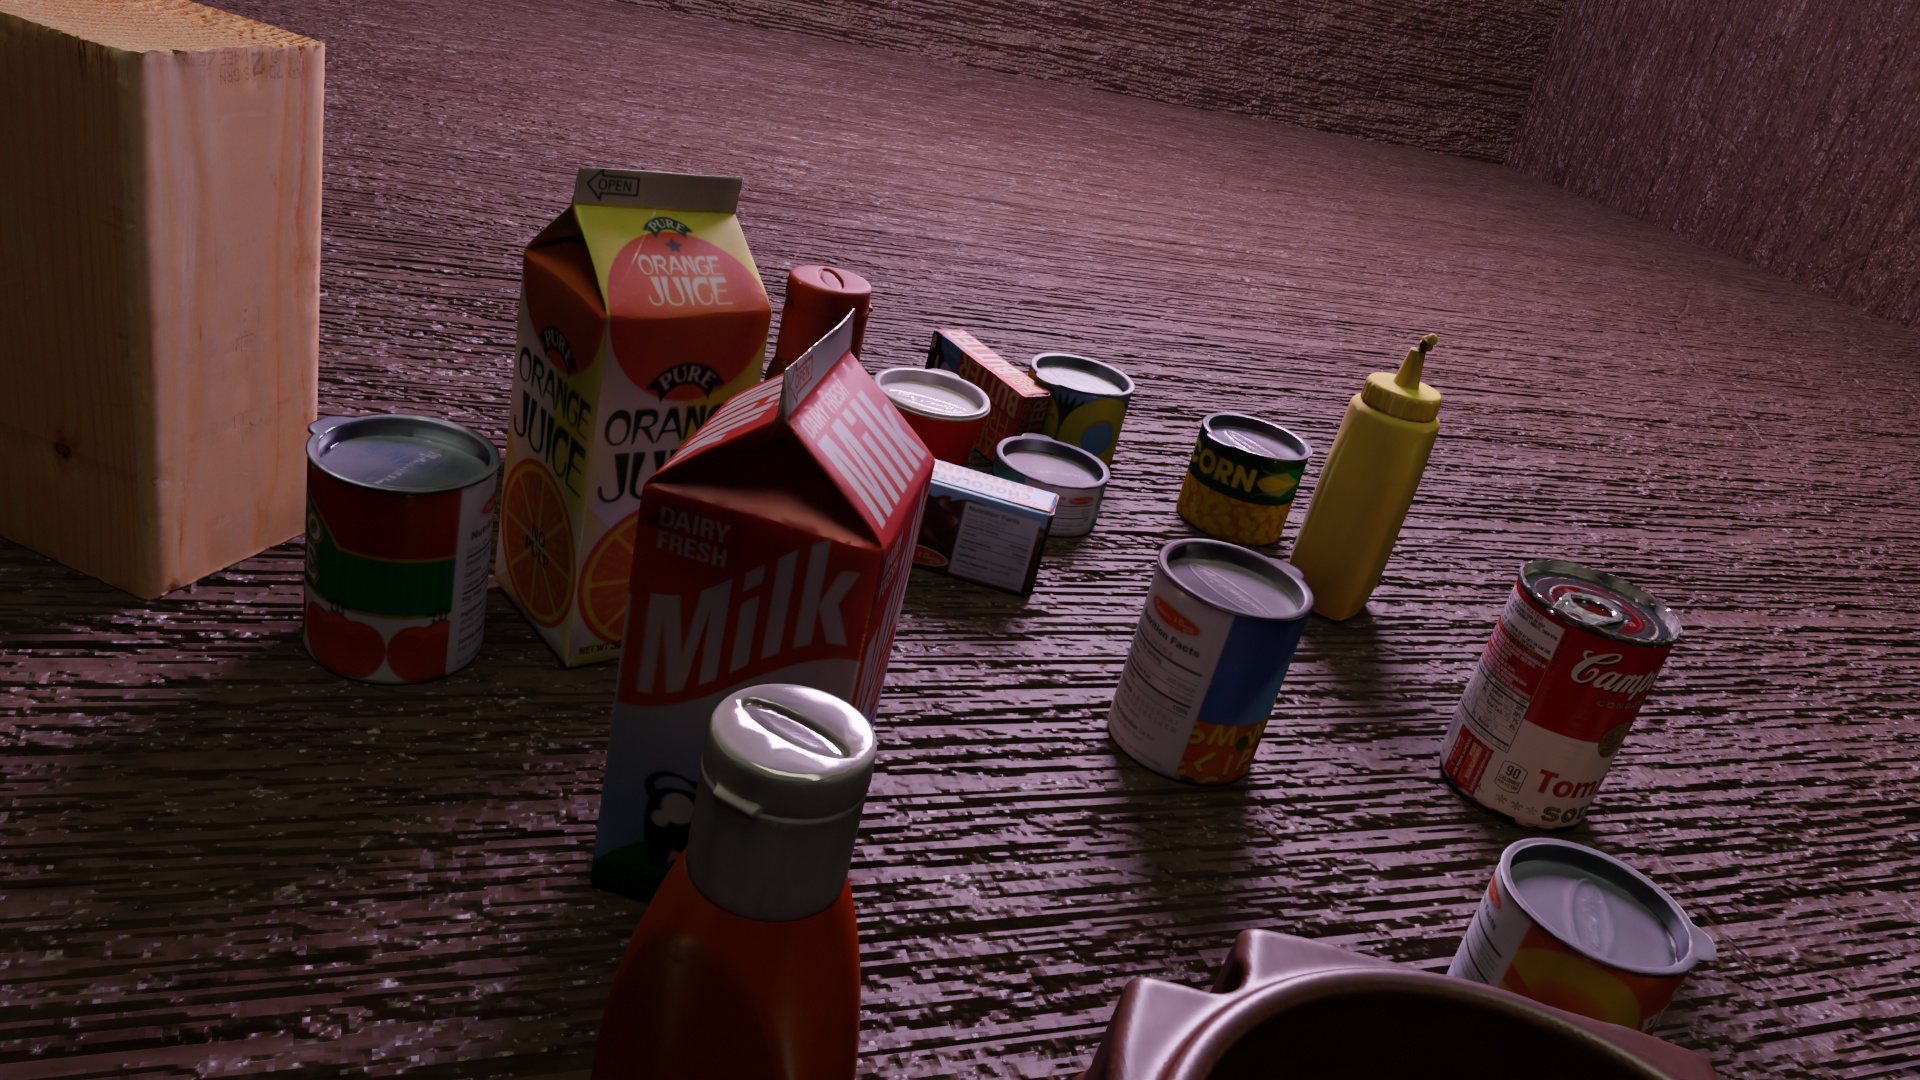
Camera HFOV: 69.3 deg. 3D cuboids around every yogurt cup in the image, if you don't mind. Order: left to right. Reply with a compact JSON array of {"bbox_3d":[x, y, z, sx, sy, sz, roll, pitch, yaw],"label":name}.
[{"bbox_3d":[-0.022,-0.061,0.787,0.072,0.053,0.073,12,25,-5],"label":"yogurt cup"}]

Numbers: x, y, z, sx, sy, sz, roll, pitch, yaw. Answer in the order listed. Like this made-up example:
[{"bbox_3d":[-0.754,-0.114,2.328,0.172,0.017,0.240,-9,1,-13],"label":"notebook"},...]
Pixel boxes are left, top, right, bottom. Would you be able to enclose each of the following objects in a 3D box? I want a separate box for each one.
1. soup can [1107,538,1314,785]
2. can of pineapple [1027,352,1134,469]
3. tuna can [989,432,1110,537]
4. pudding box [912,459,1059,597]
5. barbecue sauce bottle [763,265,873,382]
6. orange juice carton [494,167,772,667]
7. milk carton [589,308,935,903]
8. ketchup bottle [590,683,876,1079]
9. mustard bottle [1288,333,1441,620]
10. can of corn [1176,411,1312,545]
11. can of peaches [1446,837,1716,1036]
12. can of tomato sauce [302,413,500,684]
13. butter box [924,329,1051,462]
[{"bbox_3d":[0.107,0.051,0.590,0.071,0.083,0.071,12,25,-5],"label":"soup can"},{"bbox_3d":[0.067,-0.078,0.861,0.071,0.057,0.071,12,25,-5],"label":"can of pineapple"},{"bbox_3d":[0.048,-0.032,0.788,0.071,0.032,0.071,11,26,-5],"label":"tuna can"},{"bbox_3d":[0.002,-0.009,0.697,0.084,0.049,0.030,16,25,3],"label":"pudding box"},{"bbox_3d":[-0.071,-0.047,0.625,0.044,0.147,0.065,5,27,-19],"label":"barbecue sauce bottle"},{"bbox_3d":[-0.131,-0.053,0.554,0.072,0.191,0.073,-9,34,-40],"label":"orange juice carton"},{"bbox_3d":[-0.059,0.025,0.435,0.073,0.189,0.073,16,25,4],"label":"milk carton"},{"bbox_3d":[-0.051,0.105,0.325,0.065,0.148,0.044,24,27,21],"label":"ketchup bottle"},{"bbox_3d":[0.219,-0.037,0.738,0.049,0.159,0.065,24,27,21],"label":"mustard bottle"},{"bbox_3d":[0.166,-0.037,0.828,0.071,0.058,0.071,12,25,-5],"label":"can of corn"},{"bbox_3d":[0.210,0.147,0.477,0.071,0.057,0.071,12,25,-5],"label":"can of peaches"},{"bbox_3d":[-0.214,0.002,0.526,0.071,0.082,0.071,12,25,-5],"label":"can of tomato sauce"},{"bbox_3d":[0.014,-0.088,0.860,0.024,0.053,0.104,-5,31,-35],"label":"butter box"}]
